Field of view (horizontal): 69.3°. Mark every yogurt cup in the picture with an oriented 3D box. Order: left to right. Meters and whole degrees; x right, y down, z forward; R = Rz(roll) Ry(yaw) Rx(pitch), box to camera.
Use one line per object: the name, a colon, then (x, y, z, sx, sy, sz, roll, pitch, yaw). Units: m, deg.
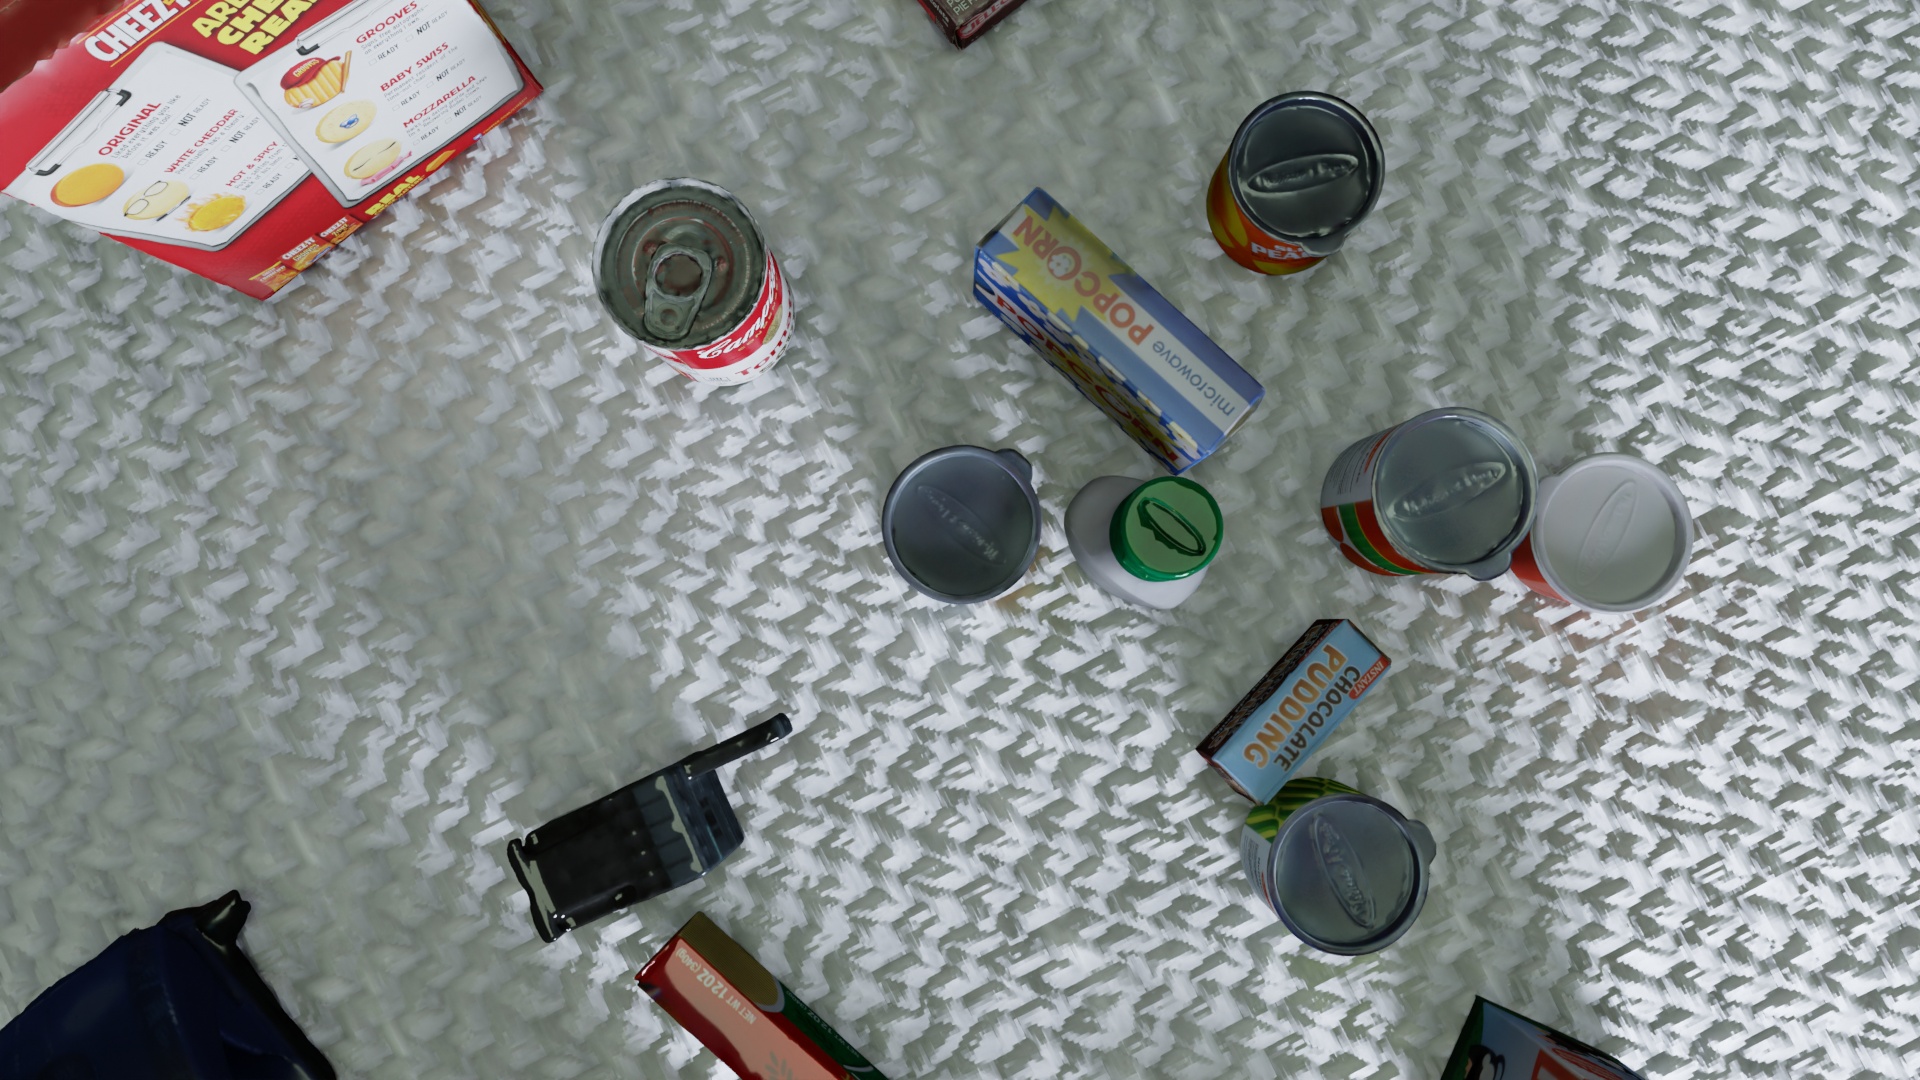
yogurt cup: (0.271, -0.002, 0.601, 0.072, 0.054, 0.072, 0, 87, 0)

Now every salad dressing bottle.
salad dressing bottle: (0.074, -0.001, 0.554, 0.064, 0.147, 0.044, 41, 88, 2)

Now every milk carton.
milk carton: (0.244, 0.243, 0.520, 0.072, 0.190, 0.073, 24, 88, 1)

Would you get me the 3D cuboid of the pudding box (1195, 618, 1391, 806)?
pudding box: (0.143, 0.073, 0.599, 0.030, 0.049, 0.084, 44, 88, 2)

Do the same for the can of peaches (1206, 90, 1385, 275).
can of peaches: (0.145, -0.152, 0.607, 0.071, 0.058, 0.071, 0, 87, 0)

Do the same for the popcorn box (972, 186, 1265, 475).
popcorn box: (0.064, -0.085, 0.590, 0.127, 0.085, 0.038, 42, 88, 2)

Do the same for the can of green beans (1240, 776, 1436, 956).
can of green beans: (0.157, 0.137, 0.592, 0.071, 0.058, 0.071, 0, 87, 0)

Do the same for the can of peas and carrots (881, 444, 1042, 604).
can of peas and carrots: (0.002, -0.008, 0.599, 0.071, 0.058, 0.071, 0, 87, 0)

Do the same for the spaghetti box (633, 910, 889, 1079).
spaghetti box: (-0.033, 0.254, 0.589, 0.250, 0.050, 0.029, 41, 88, 2)

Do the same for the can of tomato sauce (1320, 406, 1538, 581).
can of tomato sauce: (0.196, -0.016, 0.588, 0.071, 0.083, 0.071, 0, 87, 0)
